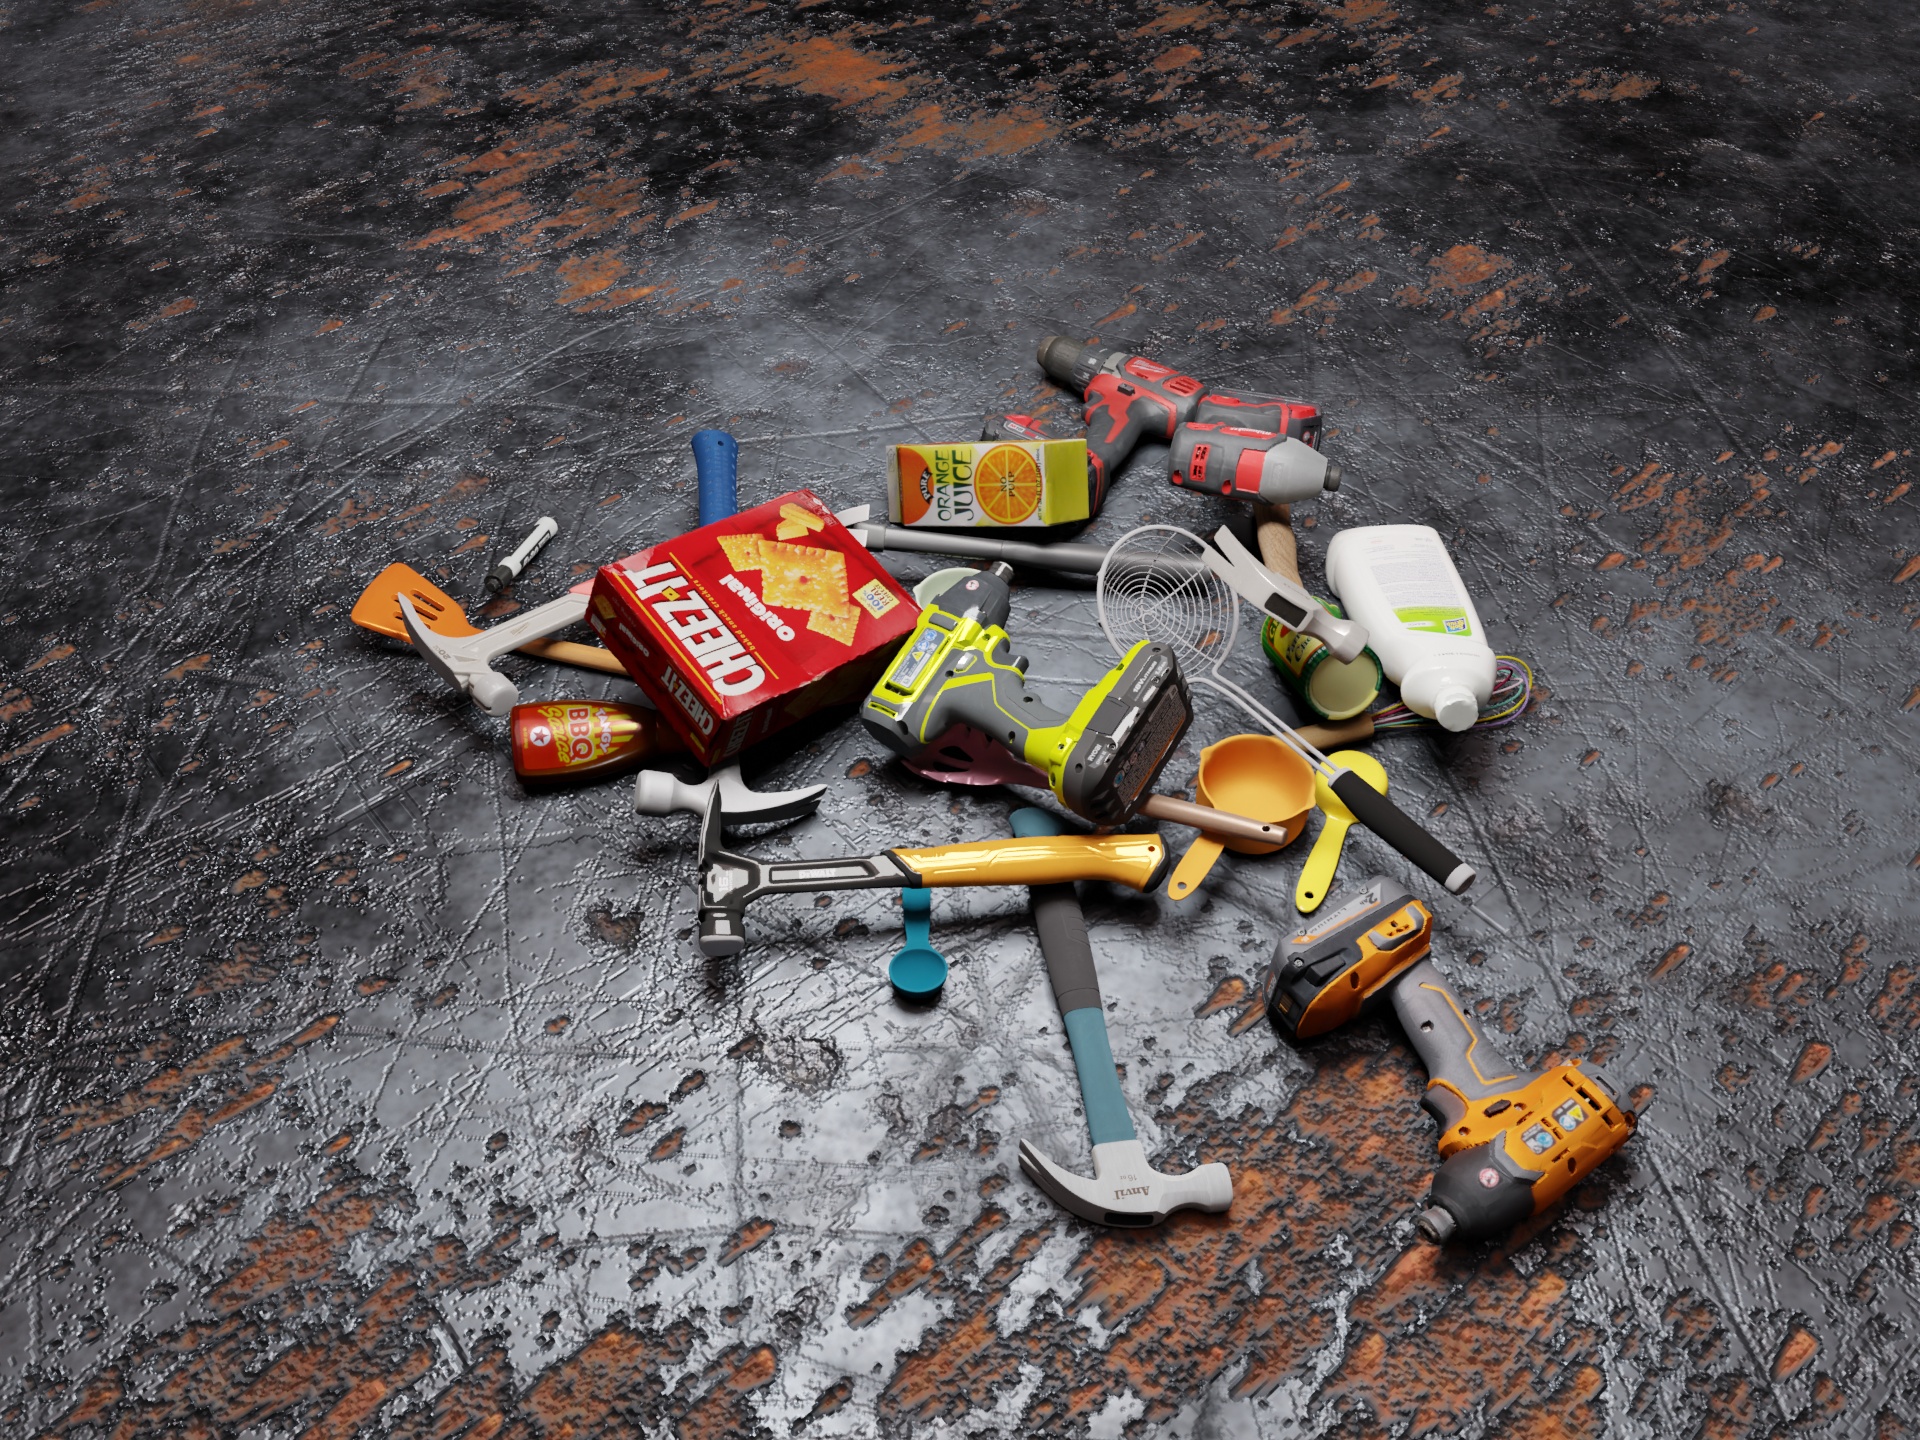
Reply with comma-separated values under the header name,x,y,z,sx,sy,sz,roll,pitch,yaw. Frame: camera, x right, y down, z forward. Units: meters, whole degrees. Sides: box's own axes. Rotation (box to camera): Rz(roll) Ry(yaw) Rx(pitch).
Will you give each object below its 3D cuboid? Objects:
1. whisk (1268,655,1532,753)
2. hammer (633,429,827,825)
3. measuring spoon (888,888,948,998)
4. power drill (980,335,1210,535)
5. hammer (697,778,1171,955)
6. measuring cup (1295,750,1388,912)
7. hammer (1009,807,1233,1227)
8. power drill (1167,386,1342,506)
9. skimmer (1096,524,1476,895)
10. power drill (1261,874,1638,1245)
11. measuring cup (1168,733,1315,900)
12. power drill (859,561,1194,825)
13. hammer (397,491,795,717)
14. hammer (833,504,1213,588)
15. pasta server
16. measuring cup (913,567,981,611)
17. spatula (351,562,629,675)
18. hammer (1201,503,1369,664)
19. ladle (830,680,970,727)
name,x,y,z,sx,sy,sz,roll,pitch,yaw
whisk,0.347,-0.007,1.280,0.245,0.047,0.051,-14,50,-8
hammer,-0.192,-0.086,1.305,0.144,0.035,0.406,8,50,-20
measuring spoon,-0.031,0.155,1.156,0.042,0.021,0.129,-1,39,-1
power drill,0.109,-0.287,1.515,0.188,0.080,0.227,30,51,24
hammer,-0.018,0.098,1.138,0.337,0.034,0.127,-2,58,-5
measuring cup,0.284,0.081,1.207,0.062,0.029,0.157,18,49,16
hammer,0.084,0.193,1.106,0.128,0.033,0.331,-6,48,-7
power drill,0.264,-0.237,1.402,0.143,0.078,0.220,11,20,10
skimmer,0.242,-0.012,1.182,0.127,0.090,0.364,-29,54,-24
power drill,0.304,0.226,1.045,0.164,0.084,0.227,-29,58,-23
measuring cup,0.199,0.086,1.191,0.095,0.052,0.174,27,55,22
power drill,0.054,-0.026,1.195,0.223,0.080,0.171,24,70,32
hammer,-0.289,-0.123,1.364,0.359,0.036,0.149,-30,56,-32
hammer,0.052,-0.146,1.373,0.334,0.146,0.035,5,90,-4
pasta server,0.092,0.048,1.194,0.316,0.040,0.060,13,65,29
measuring cup,-0.010,-0.061,1.330,0.083,0.038,0.168,9,47,9
spatula,-0.348,-0.067,1.338,0.322,0.041,0.081,12,45,9
hammer,0.260,-0.141,1.313,0.130,0.031,0.331,31,22,-5
ladle,-0.002,-0.004,1.291,0.315,0.031,0.069,17,50,13
